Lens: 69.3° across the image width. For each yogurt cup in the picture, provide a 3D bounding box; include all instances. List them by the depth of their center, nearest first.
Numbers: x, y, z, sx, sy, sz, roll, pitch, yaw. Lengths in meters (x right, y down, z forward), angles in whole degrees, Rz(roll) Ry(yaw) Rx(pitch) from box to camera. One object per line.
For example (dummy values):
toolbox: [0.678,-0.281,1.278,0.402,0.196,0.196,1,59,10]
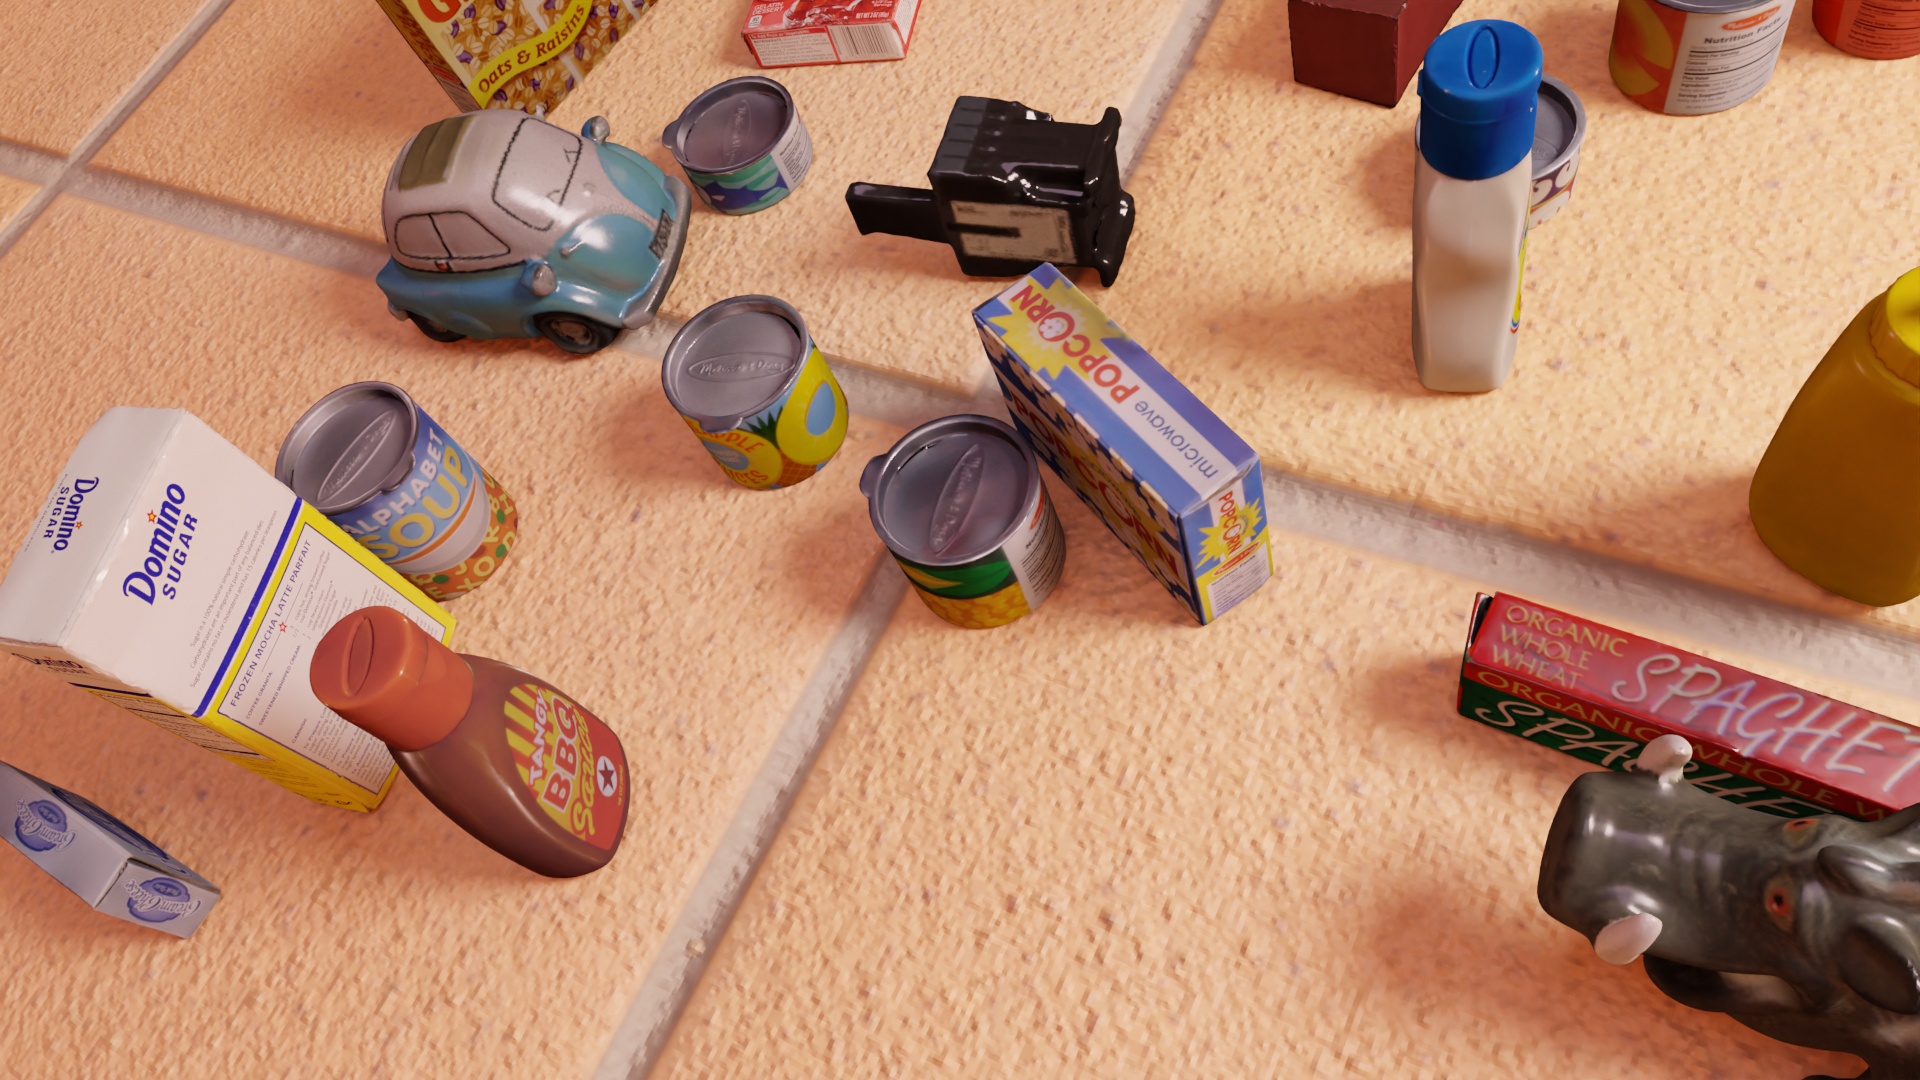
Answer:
yogurt cup: [0.383,-0.234,0.564,0.072,0.053,0.073,-7,59,13]

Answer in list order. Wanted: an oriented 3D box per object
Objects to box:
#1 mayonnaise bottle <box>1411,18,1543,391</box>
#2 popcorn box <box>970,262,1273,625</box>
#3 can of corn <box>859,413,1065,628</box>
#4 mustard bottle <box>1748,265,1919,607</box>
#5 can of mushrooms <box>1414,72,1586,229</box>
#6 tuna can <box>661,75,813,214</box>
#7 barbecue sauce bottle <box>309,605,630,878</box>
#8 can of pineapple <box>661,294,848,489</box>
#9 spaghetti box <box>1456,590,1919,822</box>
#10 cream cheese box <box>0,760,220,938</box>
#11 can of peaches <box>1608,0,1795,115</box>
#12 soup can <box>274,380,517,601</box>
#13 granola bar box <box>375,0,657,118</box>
mayonnaise bottle: [0.184,-0.117,0.499,0.041,0.147,0.065,4,62,19]
popcorn box: [0.062,-0.037,0.527,0.038,0.085,0.127,-37,57,-6]
can of corn: [0.002,-0.007,0.544,0.071,0.058,0.071,-7,59,13]
mustard bottle: [0.285,-0.037,0.415,0.049,0.159,0.065,-43,58,-9]
can of mushrooms: [0.223,-0.161,0.581,0.071,0.033,0.071,-7,59,13]
tuna can: [-0.113,-0.200,0.706,0.071,0.032,0.071,-7,59,13]
barbecue sauce bottle: [-0.170,0.071,0.497,0.043,0.148,0.065,-12,58,10]
can of pineapple: [-0.089,-0.062,0.604,0.071,0.057,0.071,-7,59,13]
spaghetti box: [0.276,0.075,0.418,0.250,0.050,0.029,20,69,26]
cream cheese box: [-0.363,0.128,0.579,0.104,0.053,0.024,20,69,26]
can of peaches: [0.308,-0.222,0.577,0.071,0.058,0.071,-7,59,13]
soup can: [-0.243,-0.018,0.609,0.071,0.083,0.071,-8,59,13]
granola bar box: [-0.232,-0.317,0.756,0.039,0.123,0.166,27,72,28]
